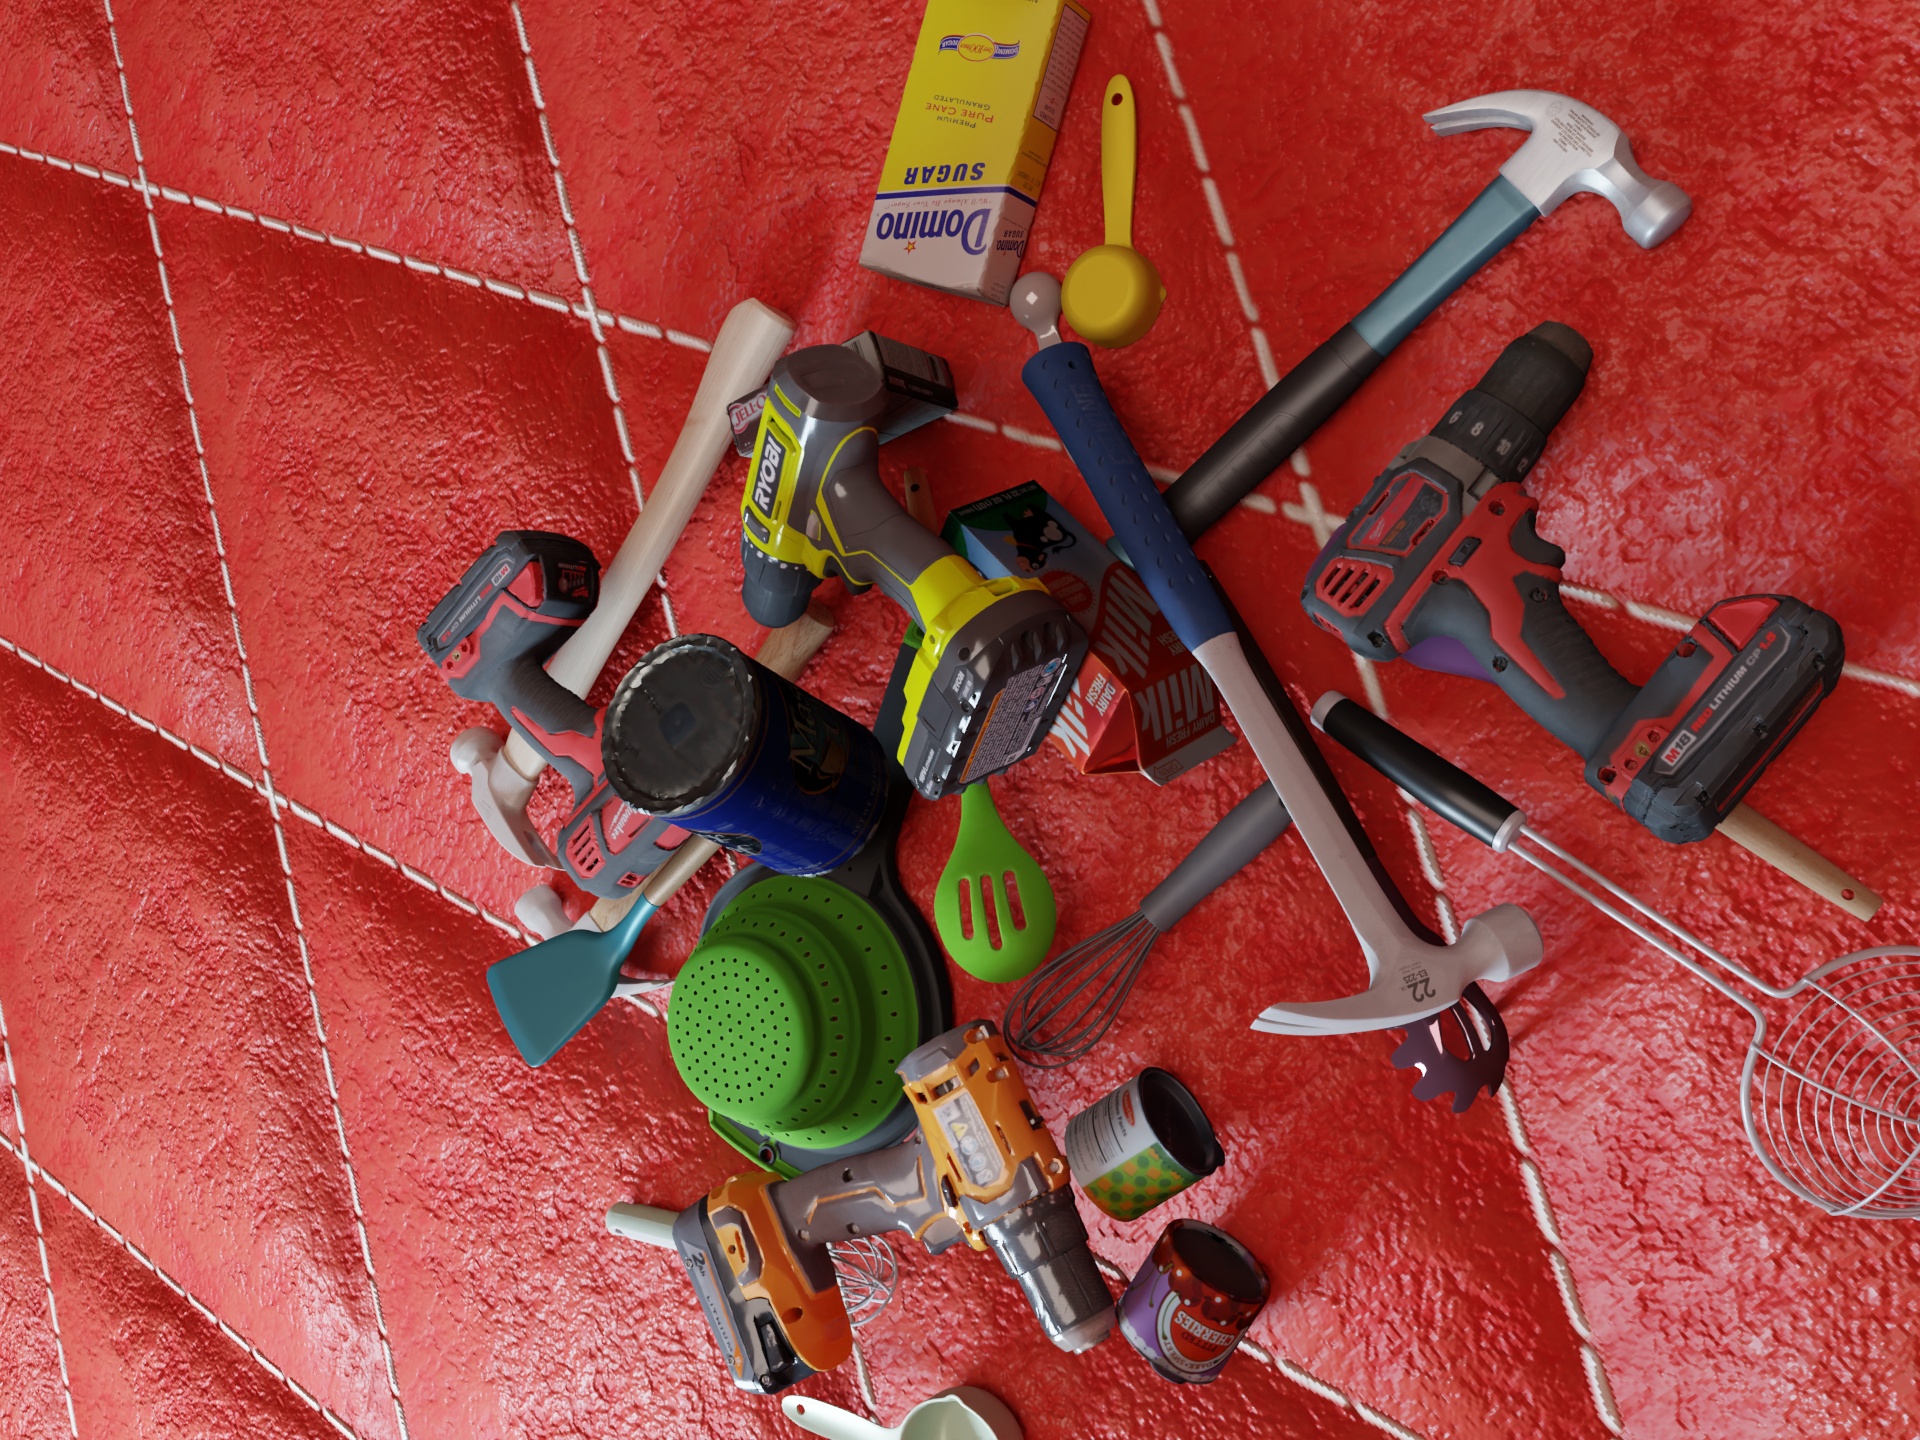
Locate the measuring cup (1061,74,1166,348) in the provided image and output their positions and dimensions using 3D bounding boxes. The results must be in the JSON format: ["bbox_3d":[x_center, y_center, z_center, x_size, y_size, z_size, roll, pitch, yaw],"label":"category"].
[{"bbox_3d":[0.085,-0.295,0.913,0.062,0.029,0.156,2,94,30],"label":"measuring cup"}]

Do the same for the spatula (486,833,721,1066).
[{"bbox_3d":[-0.191,0.100,1.031,0.317,0.044,0.082,-45,62,21],"label":"spatula"}]

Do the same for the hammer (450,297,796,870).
[{"bbox_3d":[-0.220,-0.092,1.076,0.146,0.038,0.410,45,109,37],"label":"hammer"}]

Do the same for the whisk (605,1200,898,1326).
[{"bbox_3d":[-0.142,0.346,1.039,0.246,0.057,0.059,0,55,34],"label":"whisk"}]

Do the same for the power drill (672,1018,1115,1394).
[{"bbox_3d":[-0.033,0.302,0.907,0.226,0.084,0.185,-34,72,15],"label":"power drill"}]

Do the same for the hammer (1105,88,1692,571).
[{"bbox_3d":[0.206,-0.191,0.842,0.331,0.033,0.128,-43,70,23],"label":"hammer"}]

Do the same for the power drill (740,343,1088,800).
[{"bbox_3d":[-0.045,-0.069,0.885,0.229,0.080,0.190,50,142,23],"label":"power drill"}]

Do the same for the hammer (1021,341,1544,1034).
[{"bbox_3d":[0.130,-0.029,0.816,0.144,0.035,0.406,-20,68,-16],"label":"hammer"}]

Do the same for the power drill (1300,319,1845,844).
[{"bbox_3d":[0.298,-0.071,0.757,0.227,0.080,0.188,41,98,30],"label":"power drill"}]

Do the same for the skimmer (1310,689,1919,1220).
[{"bbox_3d":[0.326,0.093,0.774,0.364,0.090,0.127,39,102,35],"label":"skimmer"}]

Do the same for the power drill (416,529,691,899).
[{"bbox_3d":[-0.235,-0.011,1.012,0.143,0.078,0.220,-43,73,17],"label":"power drill"}]

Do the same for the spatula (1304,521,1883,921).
[{"bbox_3d":[0.308,-0.005,0.791,0.316,0.018,0.059,40,106,25],"label":"spatula"}]

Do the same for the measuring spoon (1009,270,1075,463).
[{"bbox_3d":[0.055,-0.208,0.939,0.034,0.018,0.124,-20,81,29],"label":"measuring spoon"}]

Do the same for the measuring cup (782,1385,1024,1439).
[{"bbox_3d":[-0.035,0.438,0.980,0.168,0.038,0.083,3,91,32],"label":"measuring cup"}]

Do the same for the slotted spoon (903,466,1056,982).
[{"bbox_3d":[-0.001,-0.003,0.935,0.070,0.031,0.314,-13,77,8],"label":"slotted spoon"}]

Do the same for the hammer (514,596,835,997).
[{"bbox_3d":[-0.182,0.056,1.070,0.130,0.031,0.331,44,110,23],"label":"hammer"}]

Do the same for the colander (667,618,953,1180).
[{"bbox_3d":[-0.088,0.109,0.978,0.205,0.094,0.397,24,102,28],"label":"colander"}]

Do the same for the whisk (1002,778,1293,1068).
[{"bbox_3d":[0.112,0.111,0.892,0.239,0.055,0.055,-47,68,17],"label":"whisk"}]

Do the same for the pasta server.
[{"bbox_3d":[0.195,0.053,0.833,0.060,0.040,0.316,-23,73,-13],"label":"pasta server"}]
